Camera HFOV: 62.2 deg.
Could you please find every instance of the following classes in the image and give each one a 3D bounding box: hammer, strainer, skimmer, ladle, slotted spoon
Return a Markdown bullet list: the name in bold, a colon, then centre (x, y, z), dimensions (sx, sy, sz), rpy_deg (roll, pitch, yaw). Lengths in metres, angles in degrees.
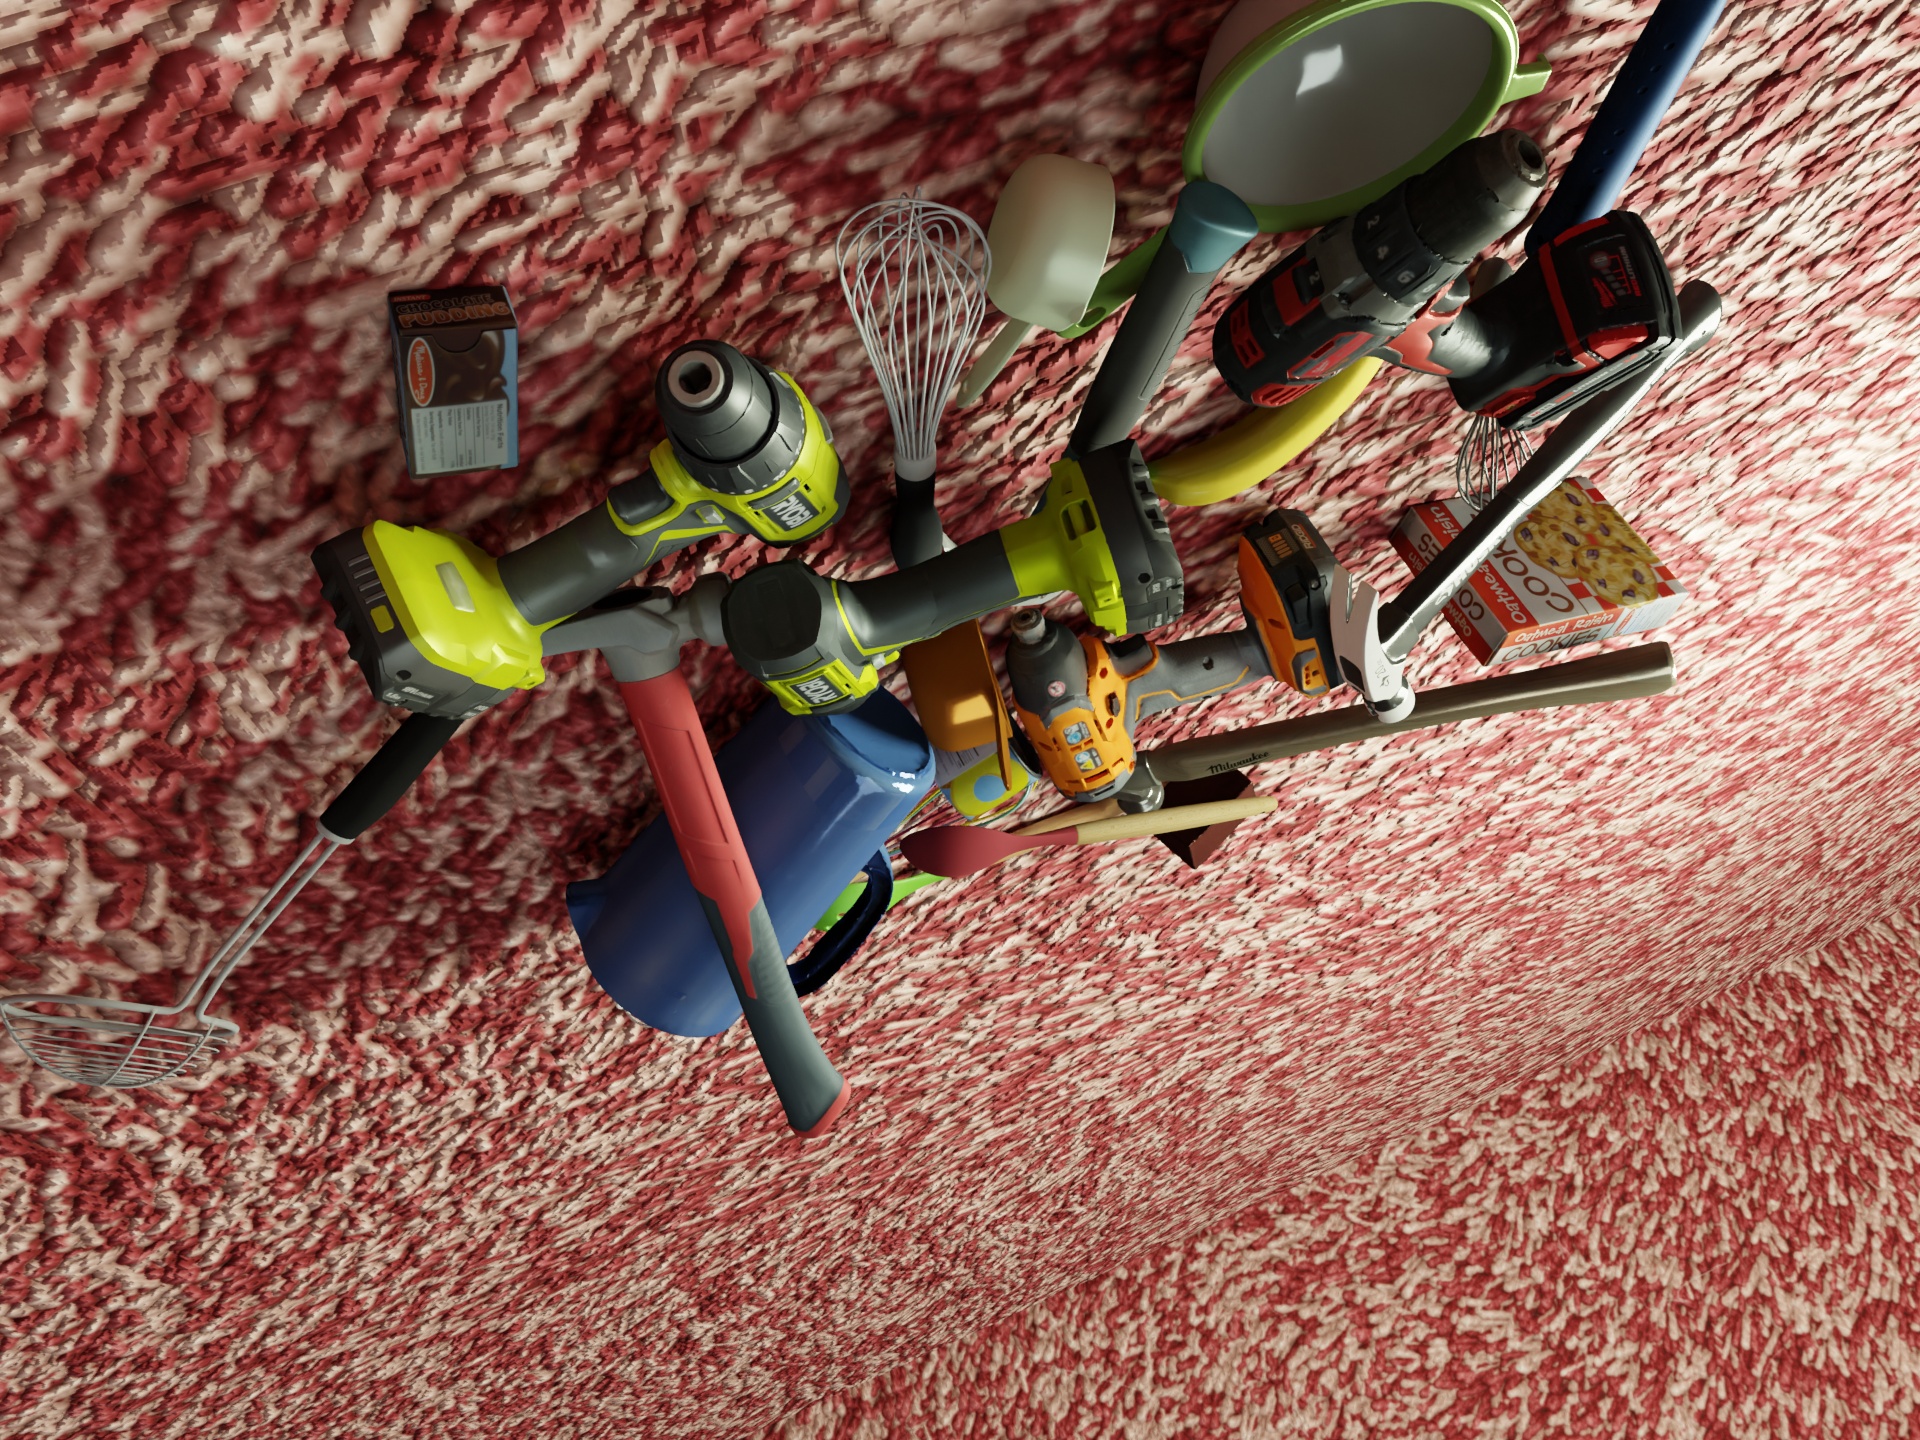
- **hammer**: centre (-0.150, 0.100, 0.921), dimensions (0.143, 0.038, 0.386), rpy_deg (-13, 121, 2)
- **hammer**: centre (0.351, -0.361, 0.734), dimensions (0.035, 0.144, 0.405), rpy_deg (-17, 157, -12)
- **hammer**: centre (0.361, -0.152, 1.012), dimensions (0.335, 0.035, 0.146), rpy_deg (-46, 142, -1)
- **strainer**: centre (0.130, -0.272, 0.746), dimensions (0.151, 0.069, 0.256), rpy_deg (5, 154, -44)
- **skimmer**: centre (-0.399, 0.084, 0.901), dimensions (0.363, 0.090, 0.127), rpy_deg (-46, 143, 11)
- **ladle**: centre (0.104, 0.080, 1.166), dimensions (0.315, 0.031, 0.069), rpy_deg (-6, 157, -26)
- **slotted spoon**: centre (0.022, 0.104, 1.248), dimensions (0.313, 0.031, 0.070), rpy_deg (-20, 153, -14)
- **hammer**: centre (0.076, -0.155, 0.842), dimensions (0.128, 0.033, 0.330), rpy_deg (-11, 156, -21)
- **hammer**: centre (0.291, -0.002, 1.139), dimensions (0.410, 0.038, 0.146), rpy_deg (-13, 156, 18)

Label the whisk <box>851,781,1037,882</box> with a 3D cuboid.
- **whisk**: centre (-0.048, 0.092, 1.163), dimensions (0.245, 0.051, 0.047), rpy_deg (-31, 155, 13)

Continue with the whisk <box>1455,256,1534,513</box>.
- **whisk**: centre (0.341, -0.204, 1.010), dimensions (0.055, 0.055, 0.238), rpy_deg (-27, 145, 1)

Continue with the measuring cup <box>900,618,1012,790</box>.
- **measuring cup**: centre (-0.001, -0.003, 0.938), dimensions (0.052, 0.174, 0.095), rpy_deg (-16, 121, 5)

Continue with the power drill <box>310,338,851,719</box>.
- **power drill**: centre (-0.166, -0.090, 0.722), dimensions (0.228, 0.080, 0.190), rpy_deg (-27, 173, 3)

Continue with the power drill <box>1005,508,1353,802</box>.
- **power drill**: centre (0.141, -0.049, 1.049), dimensions (0.226, 0.084, 0.164), rpy_deg (-25, 135, 5)

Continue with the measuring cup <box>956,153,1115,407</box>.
- **measuring cup**: centre (0.019, -0.202, 0.764), dimensions (0.038, 0.083, 0.167), rpy_deg (11, 153, -22)

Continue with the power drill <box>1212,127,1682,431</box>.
- **power drill**: centre (0.262, -0.217, 0.796), dimensions (0.226, 0.080, 0.188), rpy_deg (-4, 164, -33)

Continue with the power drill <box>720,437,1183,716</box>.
- **power drill**: centre (0.000, -0.063, 0.845), dimensions (0.223, 0.080, 0.171), rpy_deg (-18, 167, 4)

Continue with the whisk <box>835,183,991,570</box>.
- **whisk**: centre (-0.024, -0.154, 0.804), dimensions (0.070, 0.070, 0.284), rpy_deg (-19, 153, -12)

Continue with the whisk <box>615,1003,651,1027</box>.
- **whisk**: centre (-0.163, 0.133, 1.134), dimensions (0.246, 0.059, 0.057), rpy_deg (-44, 153, 18)
